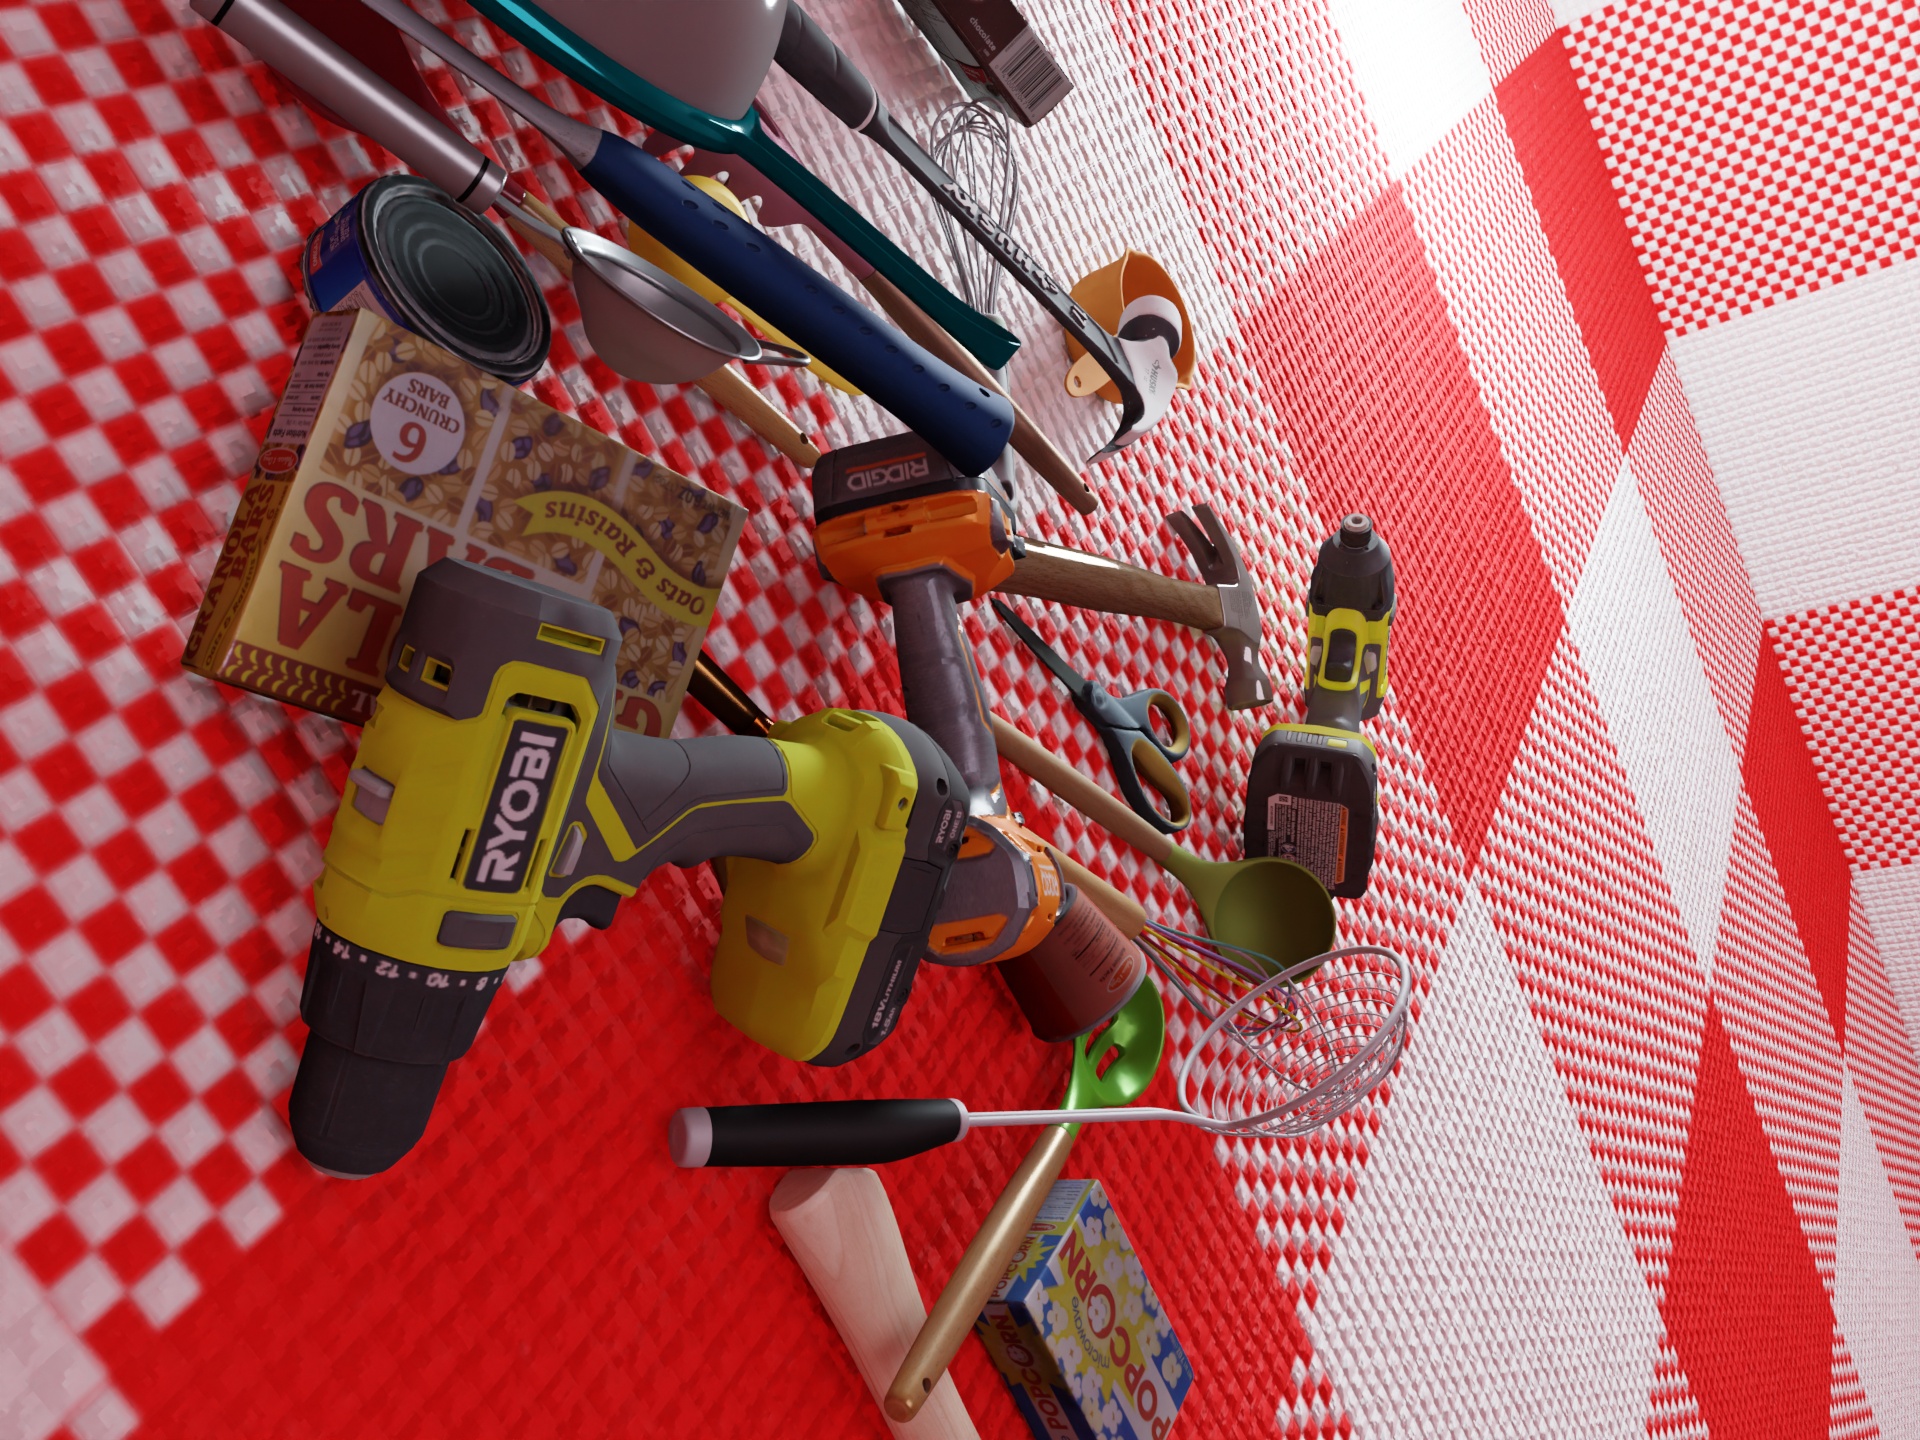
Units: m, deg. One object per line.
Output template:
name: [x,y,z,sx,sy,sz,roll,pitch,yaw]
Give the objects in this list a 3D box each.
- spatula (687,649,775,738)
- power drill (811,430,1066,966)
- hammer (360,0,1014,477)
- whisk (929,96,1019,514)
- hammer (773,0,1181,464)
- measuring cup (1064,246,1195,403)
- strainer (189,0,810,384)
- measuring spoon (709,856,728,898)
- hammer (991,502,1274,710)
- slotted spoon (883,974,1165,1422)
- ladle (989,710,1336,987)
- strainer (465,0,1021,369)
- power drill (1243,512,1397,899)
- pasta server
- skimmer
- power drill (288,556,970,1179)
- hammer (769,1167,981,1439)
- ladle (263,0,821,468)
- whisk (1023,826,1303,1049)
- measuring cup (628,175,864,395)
spatula: [-0.112,-0.013,0.659,0.322,0.041,0.081,47,44,-27]
power drill: [-0.001,-0.002,0.727,0.164,0.084,0.226,34,45,-77]
hammer: [-0.137,-0.200,0.546,0.405,0.035,0.144,30,26,-31]
whisk: [0.013,-0.227,0.878,0.057,0.059,0.246,3,80,-40]
hammer: [-0.037,-0.283,0.775,0.408,0.036,0.149,39,39,-23]
measuring cup: [0.084,-0.222,0.965,0.174,0.052,0.095,-46,114,-48]
strainer: [-0.165,-0.184,0.568,0.258,0.050,0.087,33,15,-34]
measuring spoon: [-0.090,0.082,0.664,0.021,0.011,0.117,-37,111,-45]
hammer: [0.096,-0.080,0.934,0.331,0.031,0.130,5,73,-55]
slotted spoon: [0.035,0.206,0.736,0.070,0.031,0.314,66,29,-11]
ladle: [0.106,0.065,0.889,0.319,0.062,0.078,35,80,-37]
strainer: [-0.088,-0.274,0.590,0.340,0.095,0.211,40,21,-8]
power drill: [0.243,-0.012,1.038,0.171,0.080,0.223,79,25,-47]
pasta server: [-0.033,-0.204,0.797,0.316,0.040,0.060,41,49,-33]
skimmer: [0.048,0.143,0.700,0.363,0.127,0.090,5,77,-30]
power drill: [-0.112,0.061,0.551,0.228,0.080,0.190,15,95,-50]
hammer: [0.018,0.370,0.680,0.146,0.038,0.410,-43,112,-49]
ladle: [-0.162,-0.196,0.653,0.315,0.031,0.069,38,52,-42]
whisk: [0.110,0.120,0.872,0.244,0.051,0.047,36,7,-32]
measuring cup: [-0.087,-0.195,0.740,0.156,0.029,0.062,30,68,-45]
